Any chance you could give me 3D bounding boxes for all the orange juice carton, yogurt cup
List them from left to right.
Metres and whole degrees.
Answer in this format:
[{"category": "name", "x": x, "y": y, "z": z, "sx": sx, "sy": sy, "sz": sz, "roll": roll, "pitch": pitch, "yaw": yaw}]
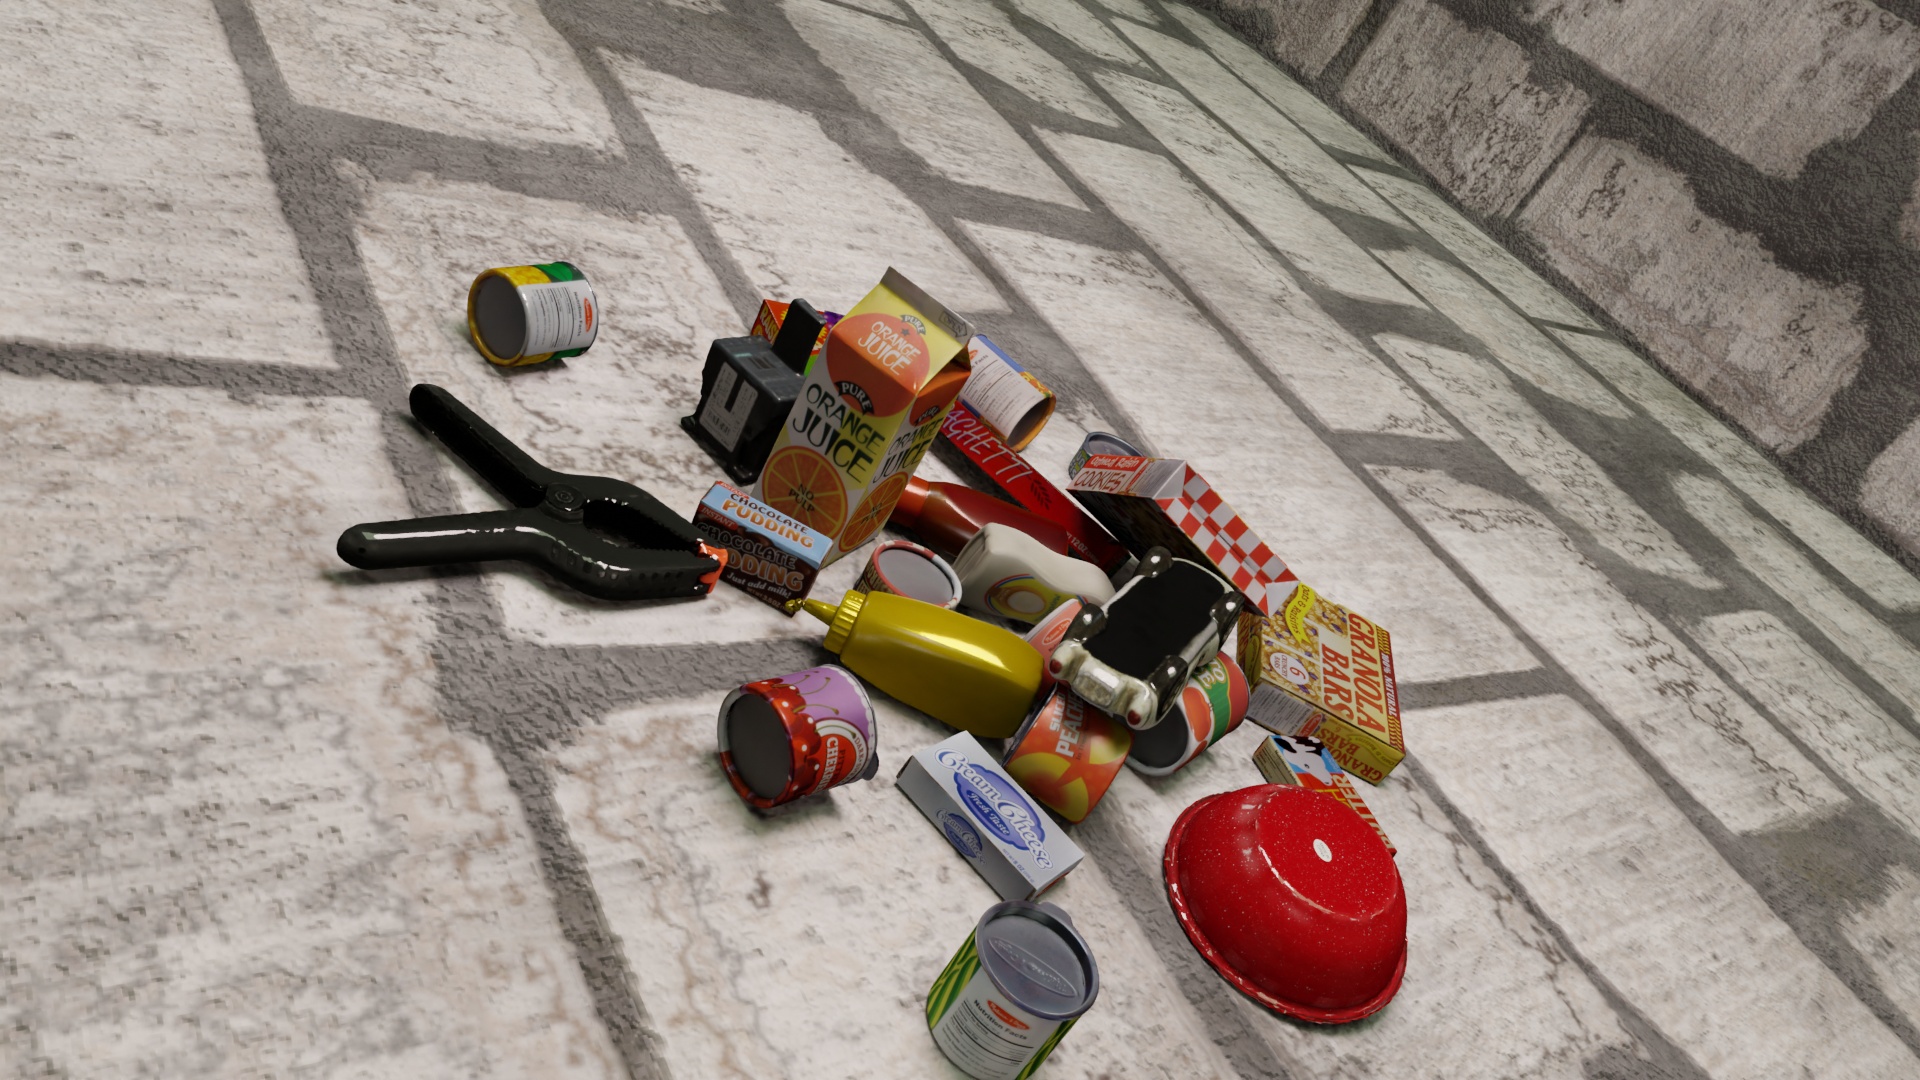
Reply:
[{"category": "orange juice carton", "x": -0.060, "y": -0.081, "z": 0.903, "sx": 0.072, "sy": 0.191, "sz": 0.073, "roll": 39, "pitch": 33, "yaw": 13}, {"category": "yogurt cup", "x": 0.068, "y": 0.079, "z": 0.907, "sx": 0.054, "sy": 0.072, "sz": 0.073, "roll": 47, "pitch": 34, "yaw": 11}]

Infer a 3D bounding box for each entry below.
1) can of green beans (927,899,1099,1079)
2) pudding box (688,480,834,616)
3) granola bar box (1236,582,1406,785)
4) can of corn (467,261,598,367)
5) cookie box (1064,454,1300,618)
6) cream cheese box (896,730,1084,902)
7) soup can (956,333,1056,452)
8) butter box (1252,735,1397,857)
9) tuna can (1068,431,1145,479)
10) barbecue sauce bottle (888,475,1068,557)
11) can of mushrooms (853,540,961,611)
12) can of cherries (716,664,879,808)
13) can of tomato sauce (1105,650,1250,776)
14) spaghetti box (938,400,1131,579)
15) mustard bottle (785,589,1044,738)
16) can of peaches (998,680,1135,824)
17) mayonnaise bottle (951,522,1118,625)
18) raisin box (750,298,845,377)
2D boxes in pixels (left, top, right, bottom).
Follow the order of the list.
[{"category": "can of green beans", "x": 0.025, "y": 0.219, "z": 0.674, "sx": 0.071, "sy": 0.057, "sz": 0.071, "roll": 22, "pitch": 32, "yaw": -14}, {"category": "pudding box", "x": -0.127, "y": 0.004, "z": 0.862, "sx": 0.084, "sy": 0.049, "sz": 0.030, "roll": 29, "pitch": 32, "yaw": -3}, {"category": "granola bar box", "x": 0.277, "y": 0.099, "z": 1.076, "sx": 0.124, "sy": 0.039, "sz": 0.166, "roll": 28, "pitch": 31, "yaw": -4}, {"category": "can of corn", "x": -0.290, "y": -0.153, "z": 0.936, "sx": 0.071, "sy": 0.070, "sz": 0.058, "roll": 42, "pitch": 33, "yaw": 19}, {"category": "cookie box", "x": 0.158, "y": -0.008, "z": 1.014, "sx": 0.123, "sy": 0.040, "sz": 0.167, "roll": 44, "pitch": -8, "yaw": -15}, {"category": "cream cheese box", "x": 0.017, "y": 0.157, "z": 0.788, "sx": 0.104, "sy": 0.024, "sz": 0.053, "roll": 44, "pitch": 32, "yaw": 21}, {"category": "soup can", "x": 0.029, "y": -0.120, "z": 1.158, "sx": 0.084, "sy": 0.071, "sz": 0.071, "roll": 43, "pitch": 33, "yaw": 18}, {"category": "butter box", "x": 0.248, "y": 0.180, "z": 0.951, "sx": 0.053, "sy": 0.024, "sz": 0.104, "roll": 7, "pitch": 38, "yaw": -33}, {"category": "tuna can", "x": 0.126, "y": -0.060, "z": 1.183, "sx": 0.071, "sy": 0.032, "sz": 0.071, "roll": 22, "pitch": 32, "yaw": -14}, {"category": "barbecue sauce bottle", "x": 0.004, "y": -0.013, "z": 1.002, "sx": 0.148, "sy": 0.043, "sz": 0.065, "roll": 22, "pitch": 31, "yaw": -13}, {"category": "can of mushrooms", "x": -0.036, "y": 0.033, "z": 0.913, "sx": 0.071, "sy": 0.033, "sz": 0.071, "roll": 22, "pitch": 33, "yaw": -15}, {"category": "can of cherries", "x": -0.085, "y": 0.104, "z": 0.736, "sx": 0.058, "sy": 0.071, "sz": 0.071, "roll": -8, "pitch": 48, "yaw": -46}, {"category": "can of tomato sauce", "x": 0.144, "y": 0.109, "z": 0.919, "sx": 0.071, "sy": 0.070, "sz": 0.083, "roll": 43, "pitch": 34, "yaw": 20}, {"category": "spaghetti box", "x": 0.032, "y": -0.062, "z": 1.091, "sx": 0.250, "sy": 0.028, "sz": 0.050, "roll": 42, "pitch": 3, "yaw": 19}, {"category": "mustard bottle", "x": -0.030, "y": 0.065, "z": 0.845, "sx": 0.160, "sy": 0.065, "sz": 0.049, "roll": 24, "pitch": 35, "yaw": -3}, {"category": "can of peaches", "x": 0.064, "y": 0.126, "z": 0.829, "sx": 0.058, "sy": 0.071, "sz": 0.071, "roll": 34, "pitch": 31, "yaw": 4}, {"category": "mayonnaise bottle", "x": 0.069, "y": 0.038, "z": 0.969, "sx": 0.148, "sy": 0.064, "sz": 0.041, "roll": 22, "pitch": 40, "yaw": -21}, {"category": "raisin box", "x": -0.107, "y": -0.134, "z": 1.088, "sx": 0.086, "sy": 0.040, "sz": 0.124, "roll": 7, "pitch": 38, "yaw": -32}]
